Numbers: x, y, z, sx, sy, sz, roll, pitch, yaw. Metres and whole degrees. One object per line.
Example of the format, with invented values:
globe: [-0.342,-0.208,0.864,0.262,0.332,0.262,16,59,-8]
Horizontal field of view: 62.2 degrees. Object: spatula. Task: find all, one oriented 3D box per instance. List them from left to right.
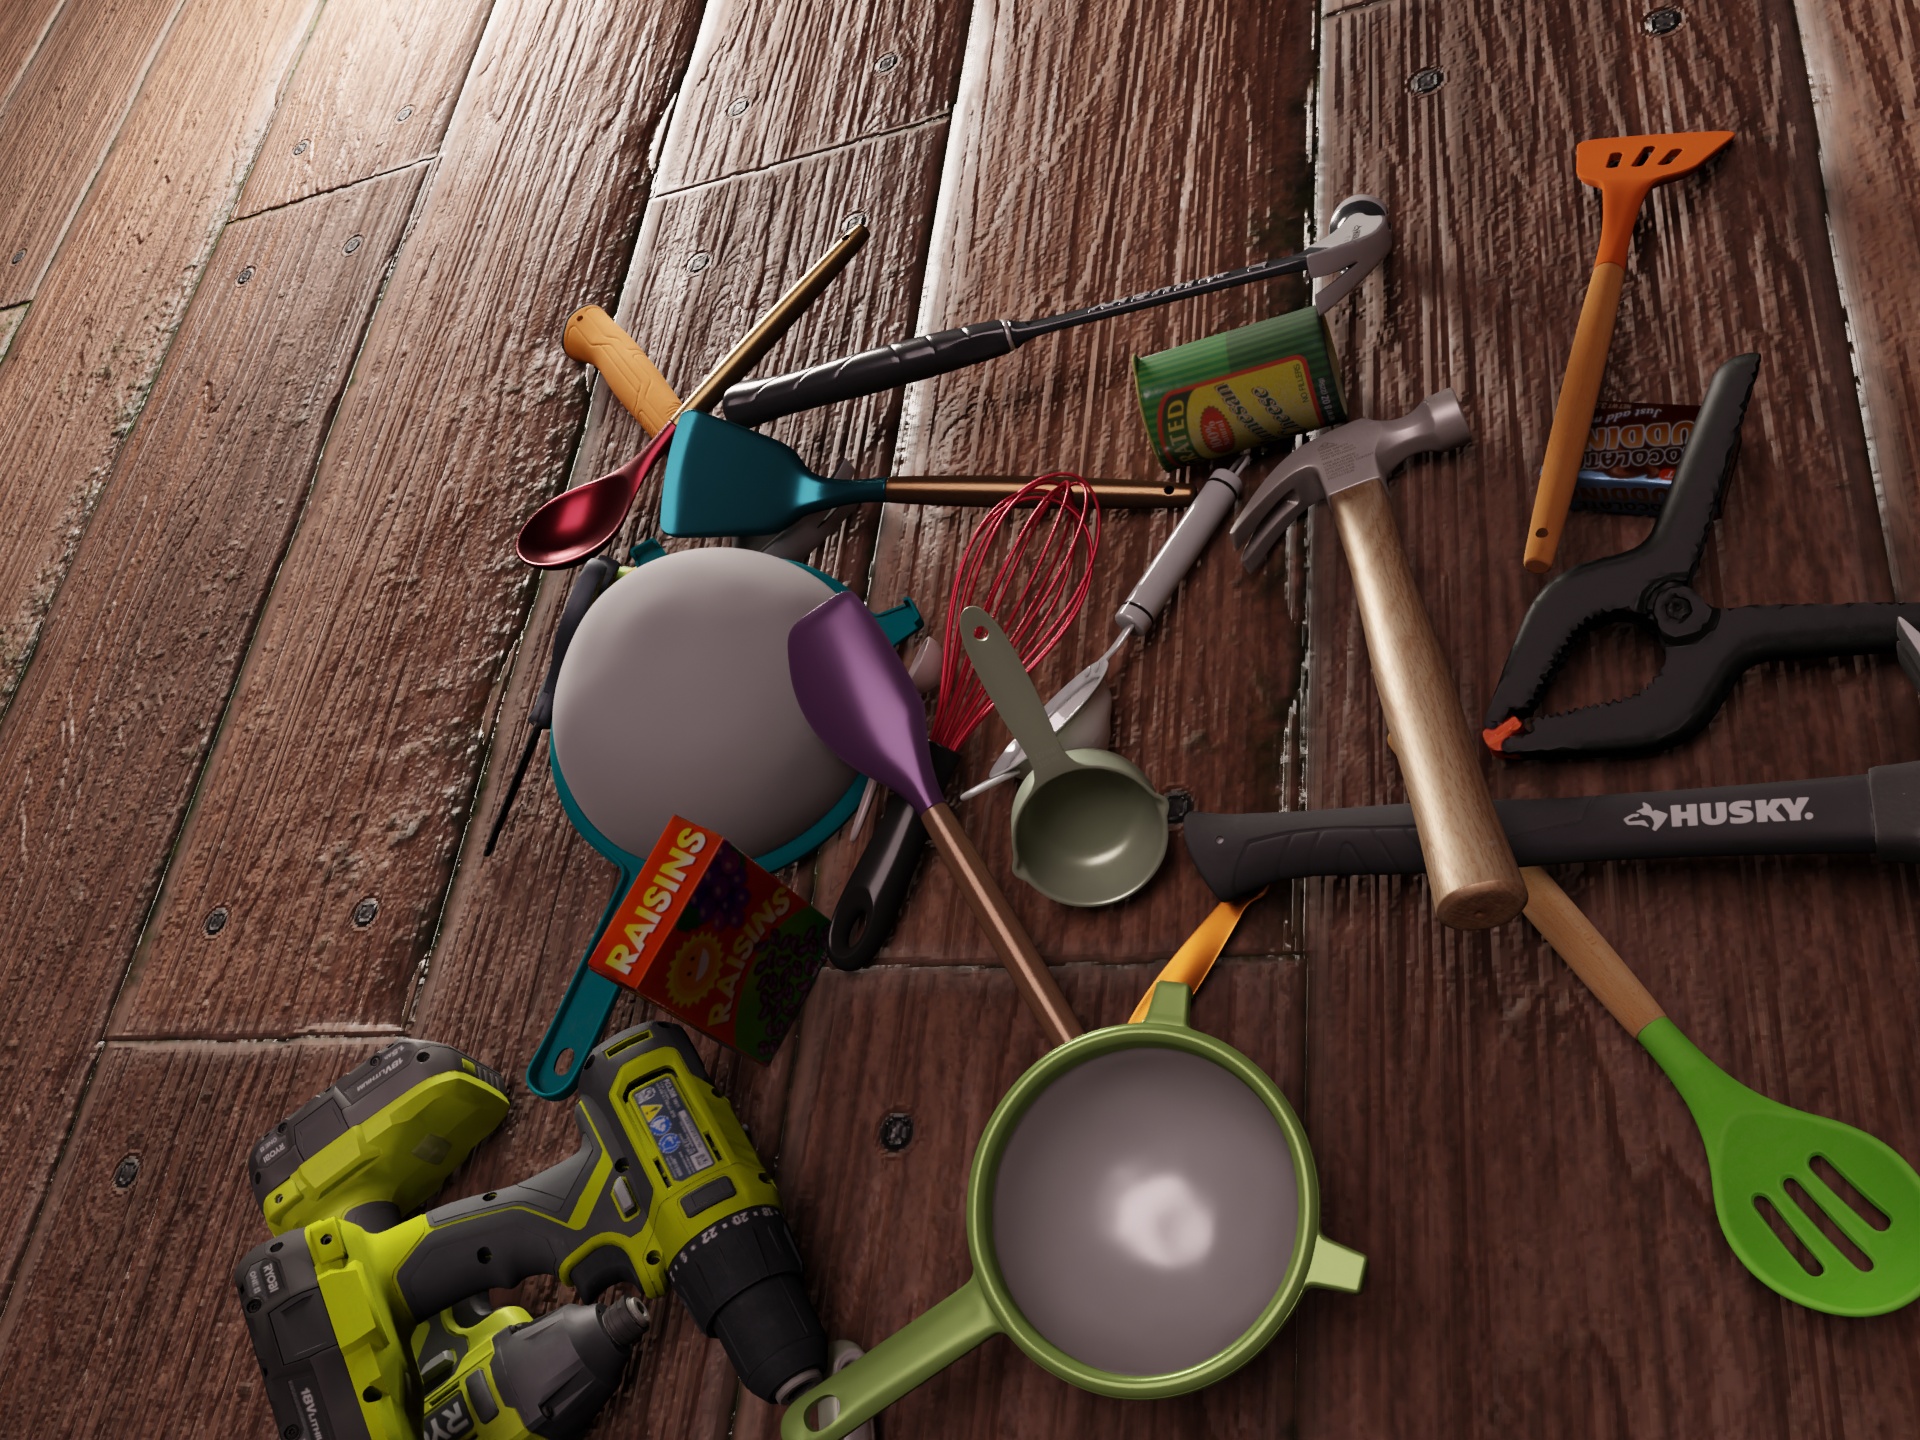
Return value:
spatula: [-0.021,-0.137,0.930,0.317,0.044,0.082,3,76,18]
spatula: [-0.003,0.067,0.790,0.060,0.018,0.316,-35,68,6]
spatula: [0.323,-0.201,0.800,0.081,0.041,0.323,7,61,30]

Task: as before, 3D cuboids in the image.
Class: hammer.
hammer: [-0.190,-0.204,1.088,0.127,0.034,0.337,-41,52,1]
hammer: [0.043,-0.227,0.931,0.409,0.036,0.149,-9,23,22]
hammer: [0.202,-0.037,0.740,0.130,0.031,0.332,-20,39,19]
hammer: [0.256,0.042,0.682,0.335,0.035,0.146,-6,61,28]

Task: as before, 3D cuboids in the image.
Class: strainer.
strainer: [-0.168,0.035,0.867,0.211,0.095,0.340,14,68,18]
strainer: [0.040,0.241,0.682,0.256,0.069,0.152,-36,55,4]
strainer: [0.090,-0.047,0.847,0.258,0.050,0.087,-55,9,-17]

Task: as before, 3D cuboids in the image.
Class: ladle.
ladle: [-0.169,-0.211,1.043,0.315,0.031,0.069,-48,53,-5]

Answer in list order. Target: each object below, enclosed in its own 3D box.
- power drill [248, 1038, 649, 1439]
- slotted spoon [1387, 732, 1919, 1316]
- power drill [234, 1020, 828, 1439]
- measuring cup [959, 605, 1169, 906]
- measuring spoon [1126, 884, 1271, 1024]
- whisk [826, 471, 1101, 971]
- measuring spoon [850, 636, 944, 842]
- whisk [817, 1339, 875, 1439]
power drill: [-0.265,0.282,0.814,0.171,0.080,0.223,-36,55,-3]
slotted spoon: [0.275,0.108,0.668,0.070,0.031,0.314,-36,50,5]
power drill: [-0.187,0.262,0.723,0.228,0.080,0.191,-24,54,-19]
measuring cup: [0.041,0.013,0.769,0.083,0.167,0.038,-26,18,8]
measuring spoon: [0.112,0.118,0.759,0.021,0.011,0.117,32,83,36]
whisk: [-0.001,-0.003,0.851,0.073,0.073,0.296,20,82,35]
measuring spoon: [-0.033,0.012,0.875,0.018,0.034,0.124,23,73,-9]
whisk: [-0.040,0.382,0.657,0.059,0.057,0.247,-45,40,37]
